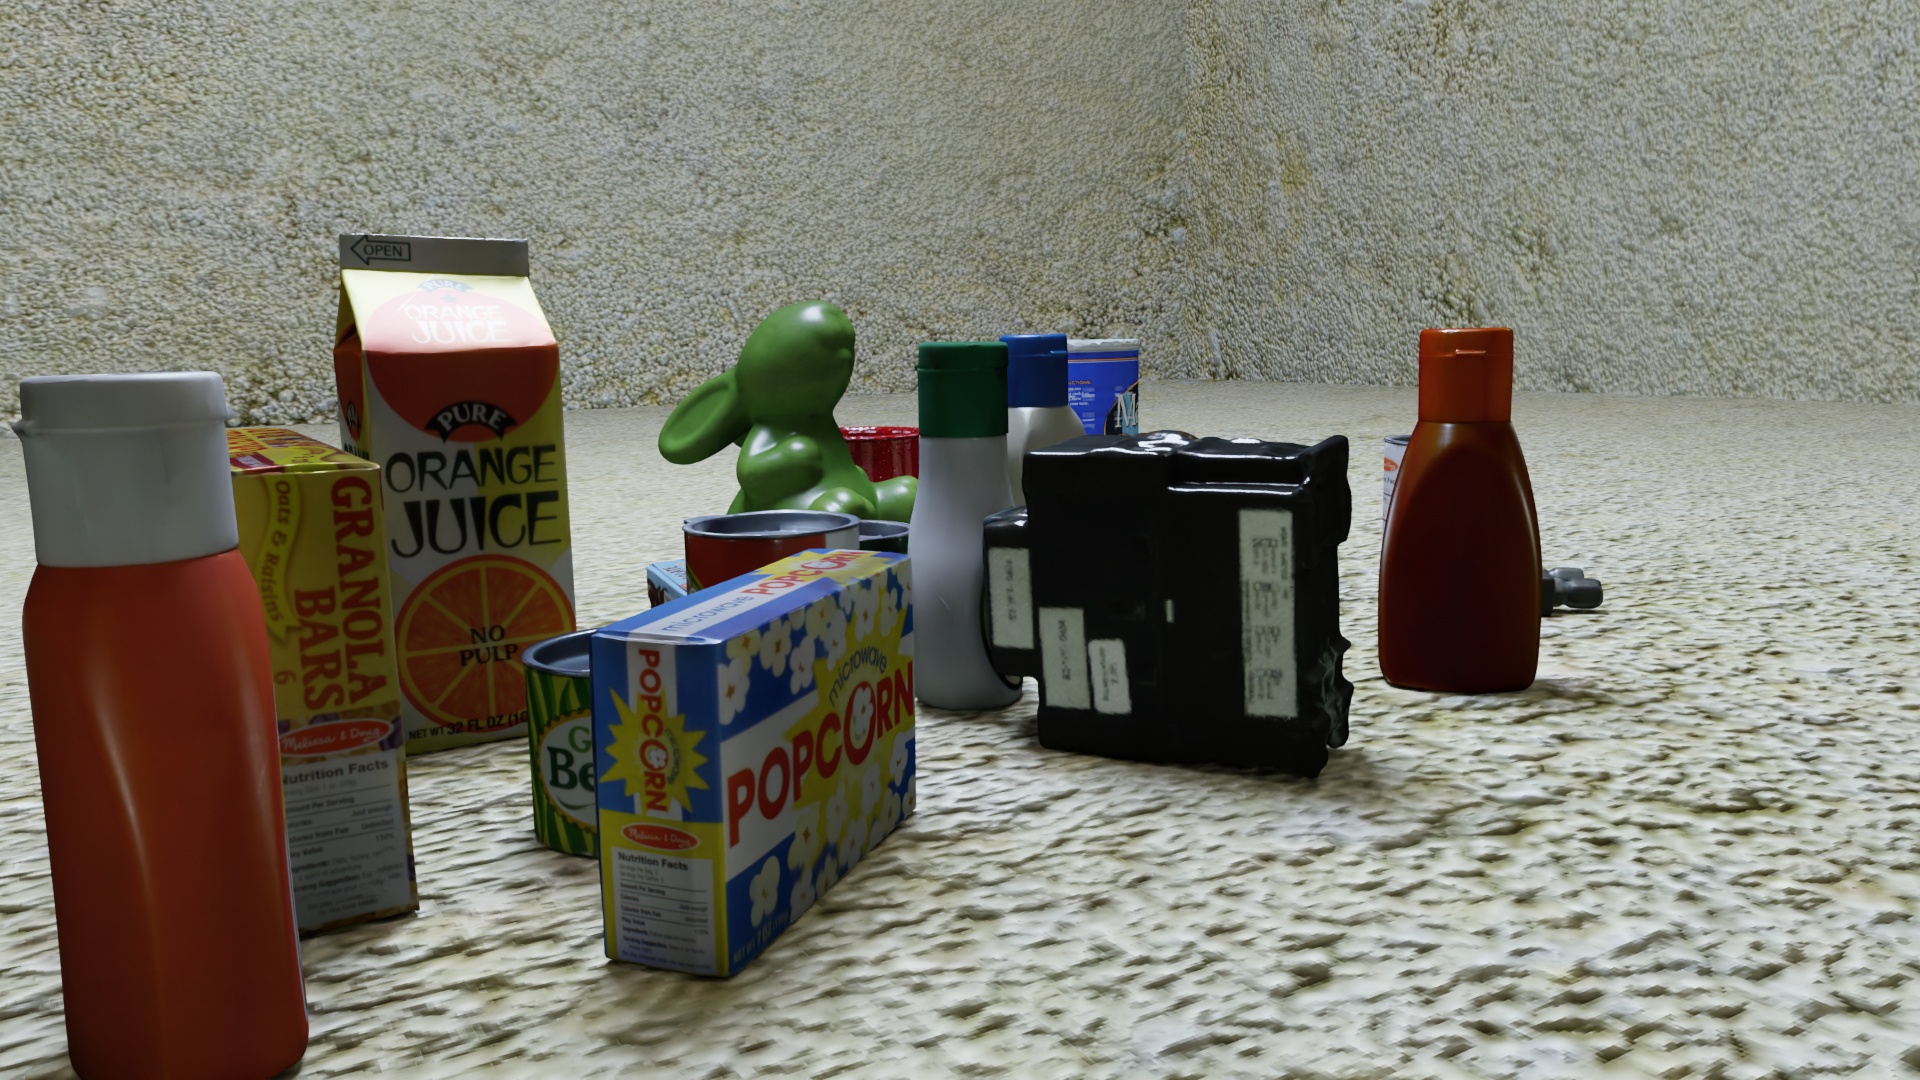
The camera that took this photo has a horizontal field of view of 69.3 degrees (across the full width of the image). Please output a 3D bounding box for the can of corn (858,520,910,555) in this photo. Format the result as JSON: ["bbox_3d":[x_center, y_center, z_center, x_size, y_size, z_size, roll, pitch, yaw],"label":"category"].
[{"bbox_3d":[-0.054,0.024,0.667,0.071,0.058,0.071,-1,9,0],"label":"can of corn"}]

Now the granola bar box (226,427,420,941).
[{"bbox_3d":[-0.207,0.032,0.423,0.039,0.124,0.165,-7,10,-32],"label":"granola bar box"}]

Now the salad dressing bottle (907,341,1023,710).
[{"bbox_3d":[0.002,-0.007,0.568,0.044,0.147,0.064,2,9,20],"label":"salad dressing bottle"}]

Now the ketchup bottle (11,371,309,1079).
[{"bbox_3d":[-0.171,0.039,0.295,0.064,0.148,0.044,7,12,44],"label":"ketchup bottle"}]

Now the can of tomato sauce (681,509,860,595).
[{"bbox_3d":[-0.072,0.033,0.527,0.071,0.083,0.071,-1,9,0],"label":"can of tomato sauce"}]

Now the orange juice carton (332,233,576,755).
[{"bbox_3d":[-0.198,-0.022,0.544,0.072,0.192,0.073,-6,10,-31],"label":"orange juice carton"}]

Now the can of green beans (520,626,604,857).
[{"bbox_3d":[-0.102,0.061,0.438,0.071,0.057,0.071,-1,9,0],"label":"can of green beans"}]

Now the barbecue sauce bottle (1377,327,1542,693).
[{"bbox_3d":[0.208,-0.013,0.576,0.065,0.148,0.044,1,9,15],"label":"barbecue sauce bottle"}]

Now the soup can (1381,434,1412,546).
[{"bbox_3d":[0.280,-0.018,0.801,0.071,0.083,0.071,-1,9,0],"label":"soup can"}]

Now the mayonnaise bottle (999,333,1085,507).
[{"bbox_3d":[0.040,-0.036,0.741,0.065,0.147,0.041,-9,11,-42],"label":"mayonnaise bottle"}]

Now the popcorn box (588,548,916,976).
[{"bbox_3d":[-0.052,0.054,0.388,0.038,0.085,0.127,2,9,19],"label":"popcorn box"}]

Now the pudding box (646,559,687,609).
[{"bbox_3d":[-0.115,0.038,0.609,0.030,0.049,0.084,-5,10,-23],"label":"pudding box"}]
